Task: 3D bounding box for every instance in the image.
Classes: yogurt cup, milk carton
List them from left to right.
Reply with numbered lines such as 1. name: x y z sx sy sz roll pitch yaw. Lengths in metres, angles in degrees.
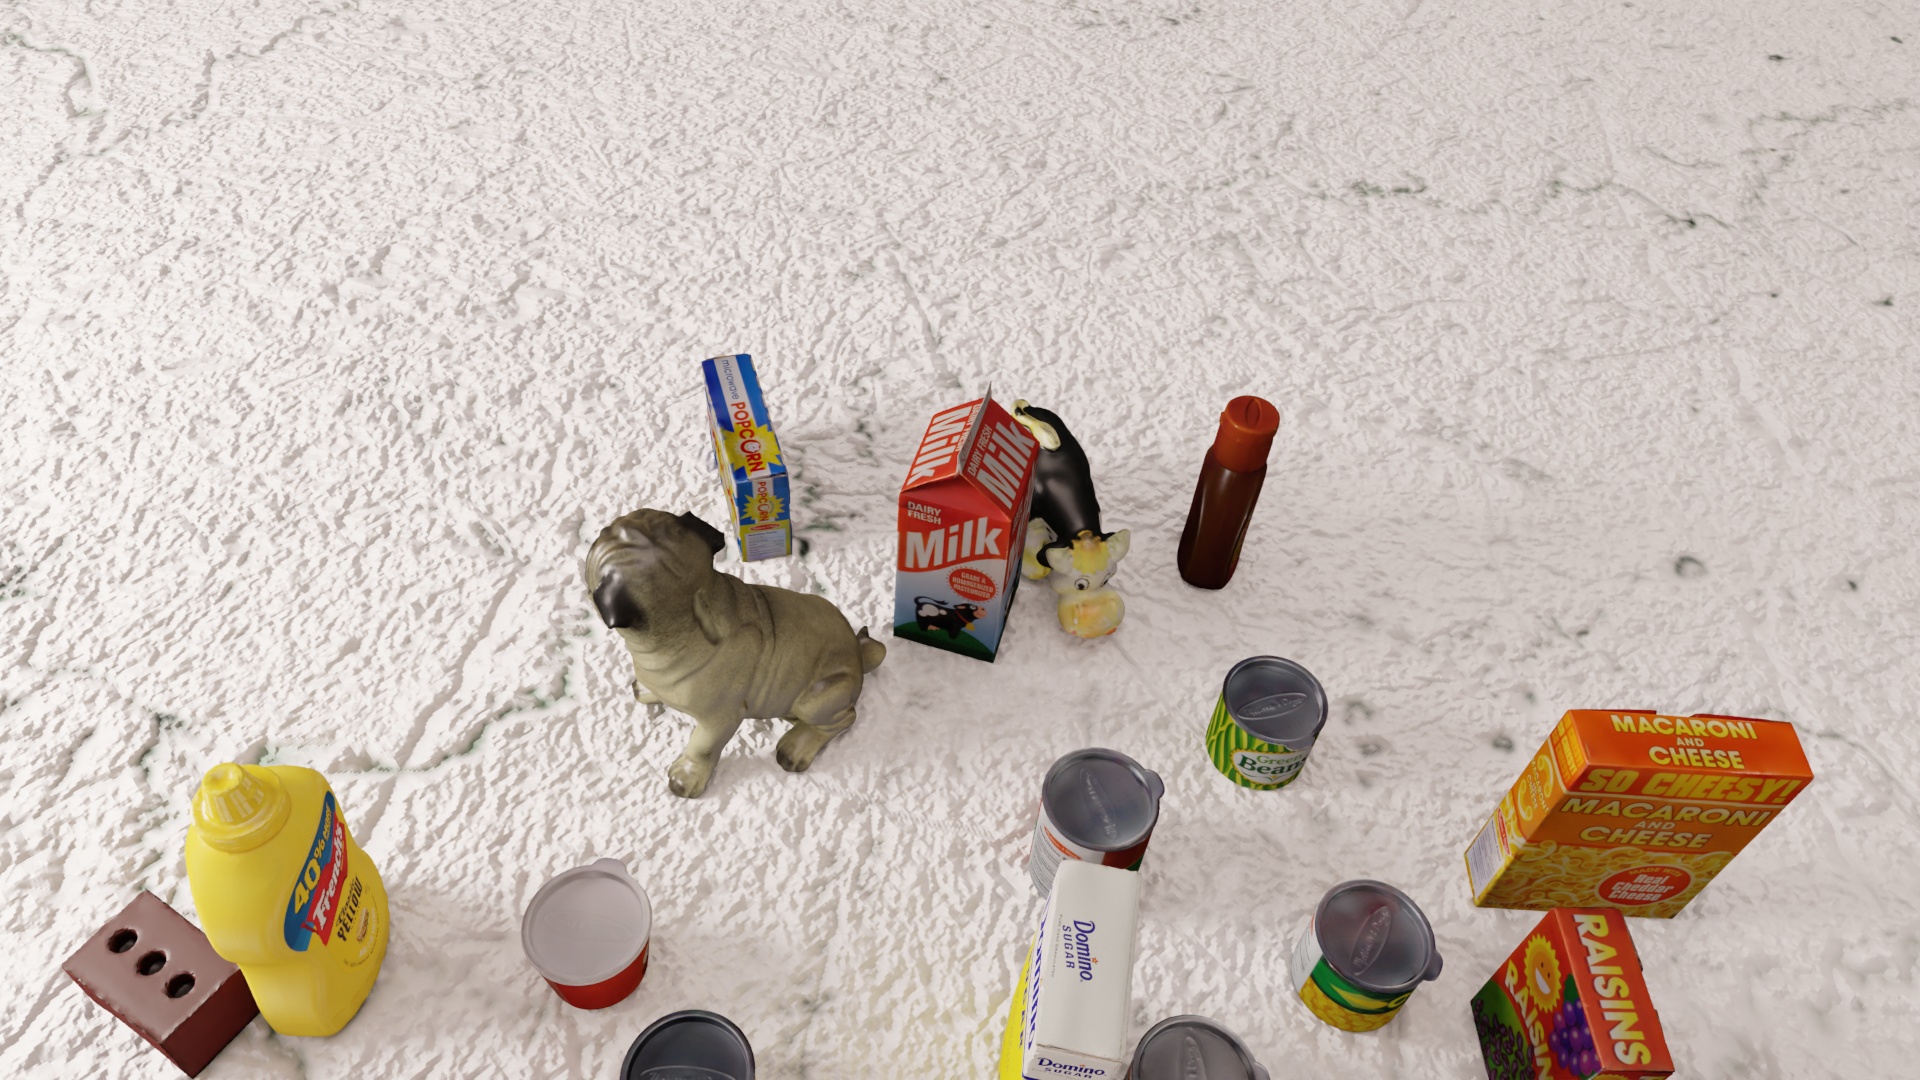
1. yogurt cup: -0.200 0.219 0.757 0.072 0.053 0.073 3 49 -3
2. milk carton: 0.003 -0.011 0.885 0.073 0.189 0.073 15 50 8

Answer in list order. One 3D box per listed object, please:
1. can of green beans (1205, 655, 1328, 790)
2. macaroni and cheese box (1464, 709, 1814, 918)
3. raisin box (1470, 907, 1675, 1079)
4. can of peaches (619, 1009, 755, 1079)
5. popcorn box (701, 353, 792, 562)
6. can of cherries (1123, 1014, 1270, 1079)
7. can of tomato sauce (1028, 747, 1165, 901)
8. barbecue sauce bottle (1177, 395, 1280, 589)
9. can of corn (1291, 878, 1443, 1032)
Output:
1. can of green beans: 0.193 0.116 0.879 0.071 0.057 0.071 3 49 -3
2. macaroni and cheese box: 0.376 0.157 0.788 0.124 0.165 0.040 4 49 -2
3. raisin box: 0.315 0.257 0.725 0.040 0.122 0.086 3 49 -3
4. can of peaches: -0.137 0.283 0.704 0.071 0.057 0.071 3 49 -3
5. popcorn box: -0.151 -0.060 0.983 0.038 0.084 0.127 -11 51 -14
6. can of cherries: 0.120 0.290 0.721 0.071 0.058 0.072 3 49 -3
7. can of tomato sauce: 0.077 0.169 0.806 0.071 0.082 0.071 3 49 -3
8. barbecue sauce bottle: 0.183 -0.034 0.949 0.044 0.147 0.065 13 49 6
9. can of corn: 0.227 0.235 0.779 0.071 0.058 0.071 3 49 -3
